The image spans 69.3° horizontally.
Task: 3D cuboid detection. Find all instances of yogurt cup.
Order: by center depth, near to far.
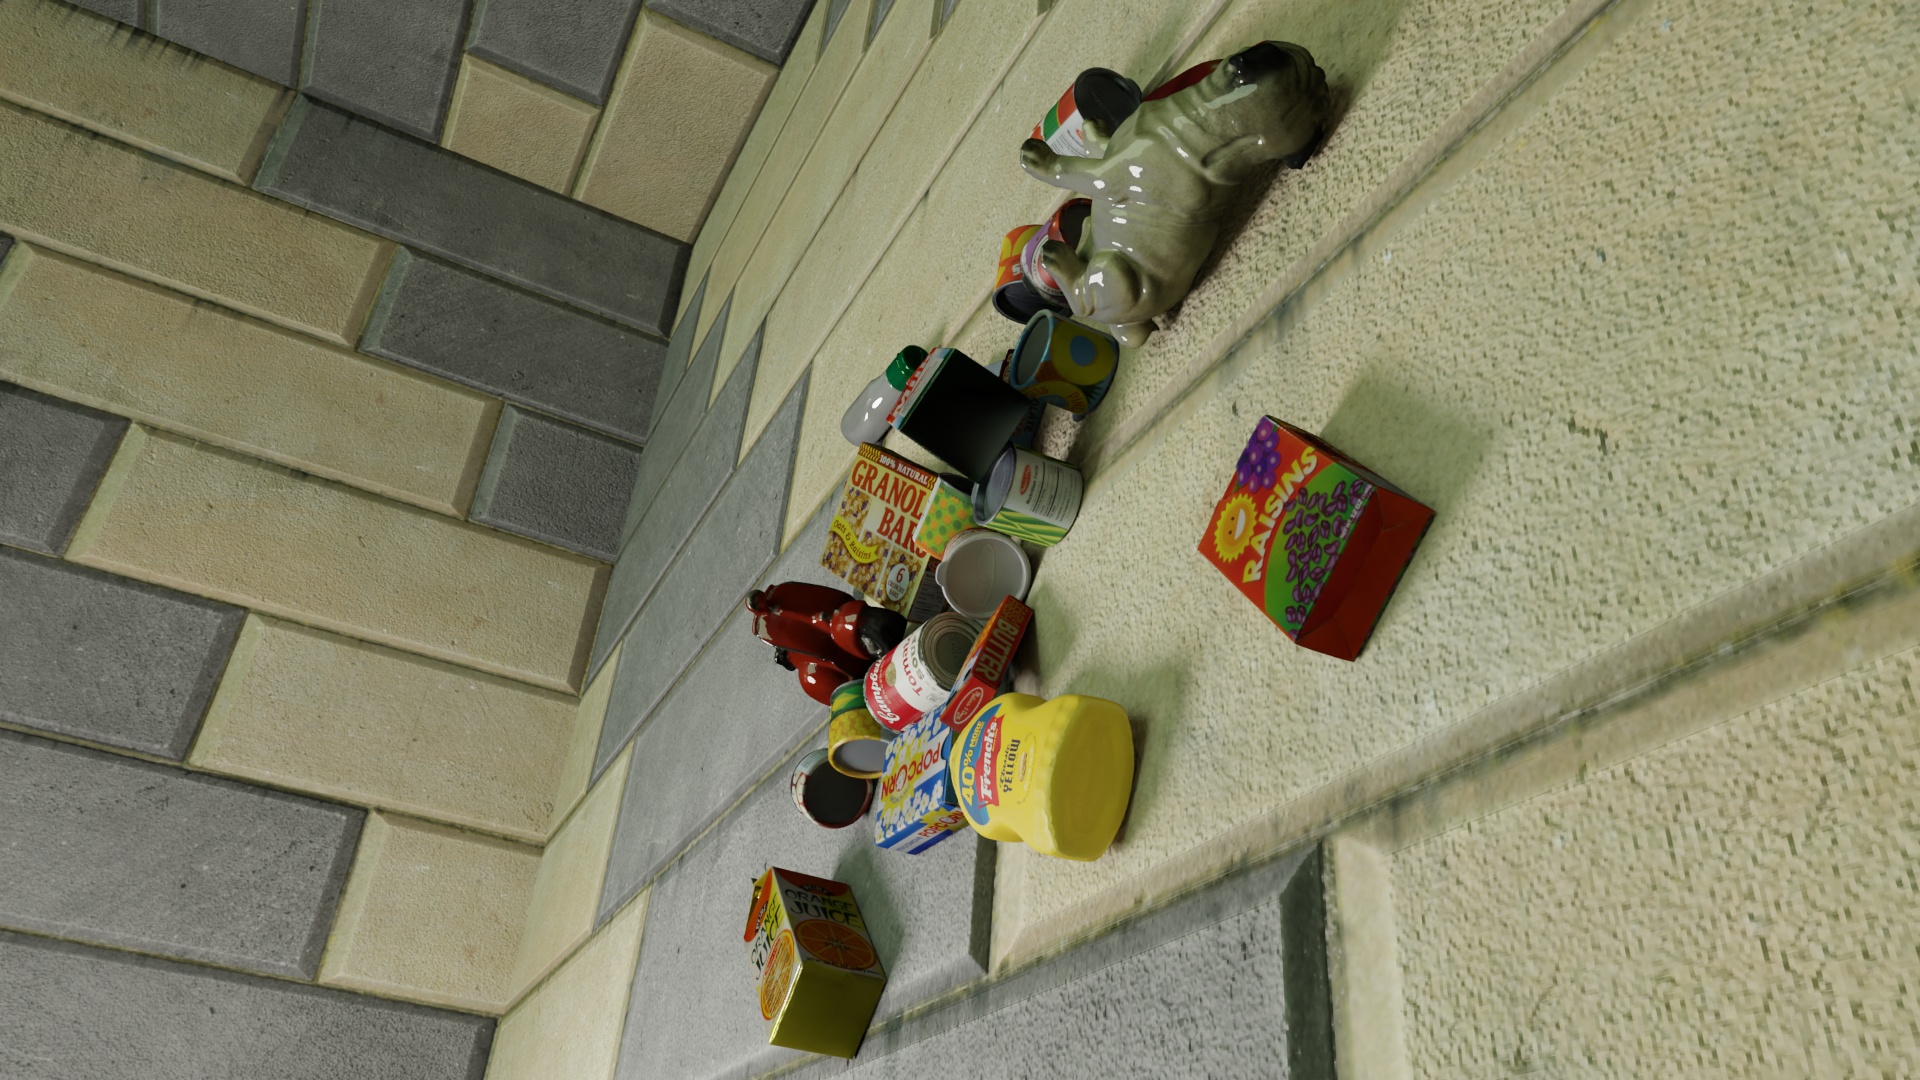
[{"bbox_3d":[0.016,0.022,1.057,0.054,0.072,0.072,-125,56,-75],"label":"yogurt cup"}]

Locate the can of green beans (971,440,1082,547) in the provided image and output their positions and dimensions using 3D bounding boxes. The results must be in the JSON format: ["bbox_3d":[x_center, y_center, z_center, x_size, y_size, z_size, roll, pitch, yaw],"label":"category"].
[{"bbox_3d":[0.049,-0.034,1.025,0.071,0.058,0.071,-51,28,42],"label":"can of green beans"}]

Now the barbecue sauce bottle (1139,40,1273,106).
[{"bbox_3d":[0.174,-0.305,0.968,0.148,0.044,0.065,-5,68,67],"label":"barbecue sauce bottle"}]

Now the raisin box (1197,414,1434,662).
[{"bbox_3d":[0.175,-0.004,0.707,0.086,0.040,0.124,-66,20,15],"label":"raisin box"}]

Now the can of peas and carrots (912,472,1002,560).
[{"bbox_3d":[0.004,-0.014,1.117,0.058,0.071,0.071,-67,21,13],"label":"can of peas and carrots"}]

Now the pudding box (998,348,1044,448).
[{"bbox_3d":[0.047,-0.114,1.141,0.049,0.030,0.083,18,90,69],"label":"pudding box"}]

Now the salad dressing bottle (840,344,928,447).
[{"bbox_3d":[-0.079,-0.154,1.479,0.147,0.044,0.064,-43,32,50],"label":"salad dressing bottle"}]

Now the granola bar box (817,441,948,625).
[{"bbox_3d":[-0.054,-0.008,1.232,0.166,0.039,0.124,28,100,53],"label":"granola bar box"}]

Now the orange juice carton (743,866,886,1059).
[{"bbox_3d":[-0.126,0.330,1.133,0.073,0.072,0.193,-68,21,9],"label":"orange juice carton"}]

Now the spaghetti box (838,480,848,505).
[{"bbox_3d":[-0.075,-0.033,1.384,0.250,0.029,0.050,6,78,69],"label":"spaghetti box"}]

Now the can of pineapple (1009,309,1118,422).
[{"bbox_3d":[0.076,-0.132,1.042,0.070,0.058,0.071,-51,29,43],"label":"can of pineapple"}]

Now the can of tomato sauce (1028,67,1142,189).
[{"bbox_3d":[0.103,-0.340,1.147,0.082,0.071,0.071,-34,42,59],"label":"can of tomato sauce"}]

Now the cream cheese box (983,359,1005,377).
[{"bbox_3d":[0.021,-0.126,1.225,0.103,0.024,0.053,-1,71,68],"label":"cream cheese box"}]

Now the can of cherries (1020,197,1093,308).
[{"bbox_3d":[0.088,-0.222,1.076,0.058,0.071,0.072,-39,38,54],"label":"can of cherries"}]

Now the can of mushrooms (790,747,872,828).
[{"bbox_3d":[-0.111,0.217,1.205,0.033,0.071,0.071,-2,71,67],"label":"can of mushrooms"}]

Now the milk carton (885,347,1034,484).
[{"bbox_3d":[-0.006,-0.100,1.069,0.073,0.072,0.191,-56,10,3],"label":"milk carton"}]

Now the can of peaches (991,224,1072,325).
[{"bbox_3d":[0.063,-0.218,1.139,0.071,0.071,0.058,-34,41,58],"label":"can of peaches"}]

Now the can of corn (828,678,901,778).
[{"bbox_3d":[-0.080,0.160,1.169,0.070,0.071,0.058,-52,28,41],"label":"can of corn"}]

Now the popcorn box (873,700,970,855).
[{"bbox_3d":[-0.020,0.178,1.044,0.126,0.038,0.085,-43,33,52],"label":"popcorn box"}]

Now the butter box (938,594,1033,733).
[{"bbox_3d":[0.019,0.087,0.994,0.052,0.024,0.104,-57,2,35],"label":"butter box"}]
